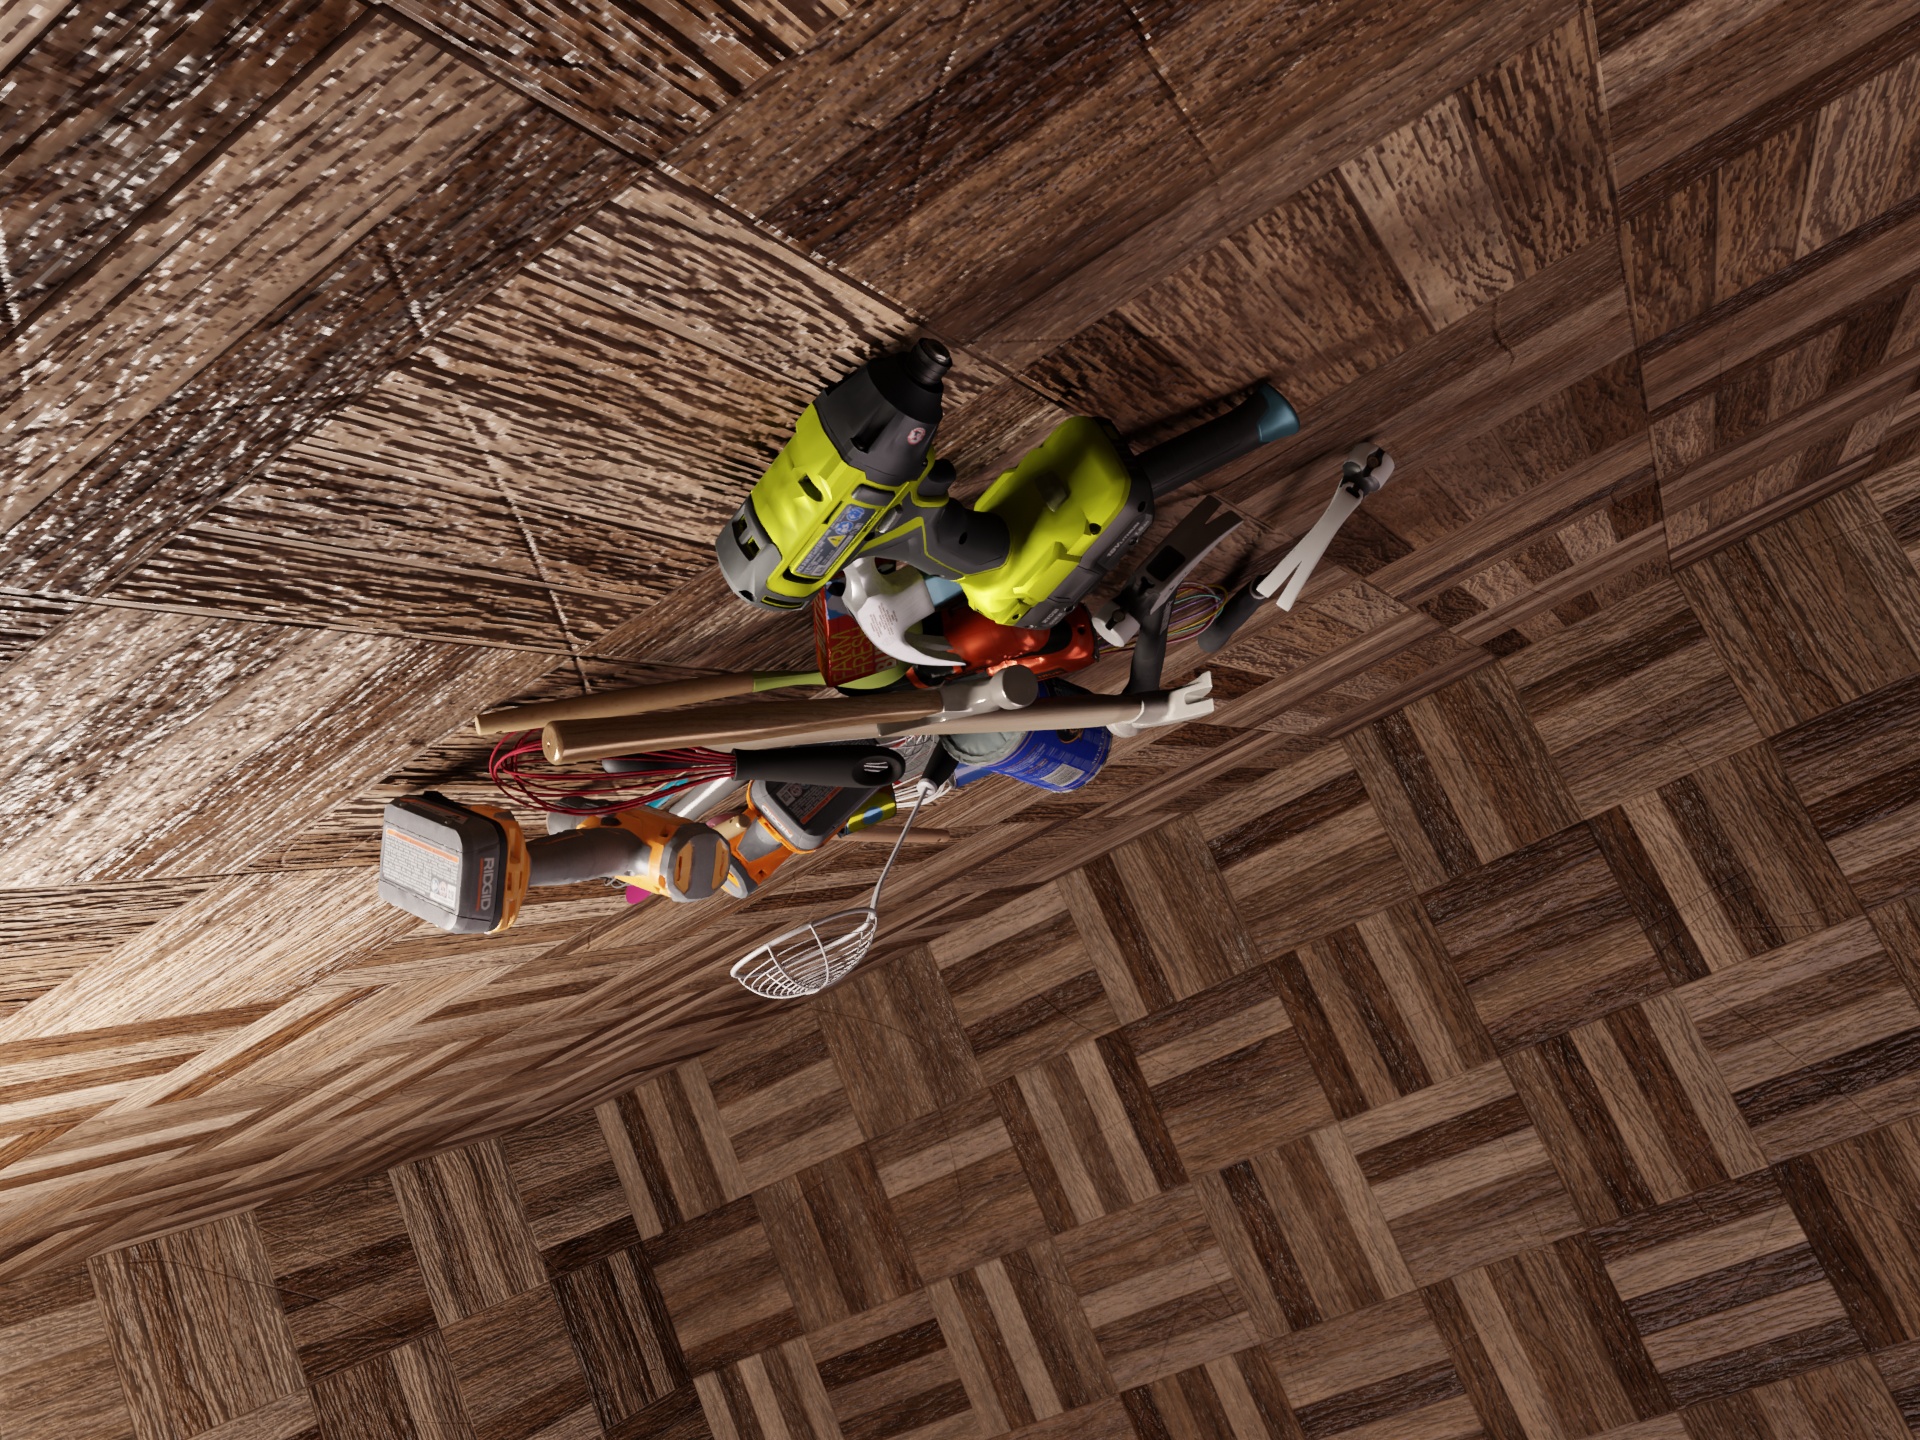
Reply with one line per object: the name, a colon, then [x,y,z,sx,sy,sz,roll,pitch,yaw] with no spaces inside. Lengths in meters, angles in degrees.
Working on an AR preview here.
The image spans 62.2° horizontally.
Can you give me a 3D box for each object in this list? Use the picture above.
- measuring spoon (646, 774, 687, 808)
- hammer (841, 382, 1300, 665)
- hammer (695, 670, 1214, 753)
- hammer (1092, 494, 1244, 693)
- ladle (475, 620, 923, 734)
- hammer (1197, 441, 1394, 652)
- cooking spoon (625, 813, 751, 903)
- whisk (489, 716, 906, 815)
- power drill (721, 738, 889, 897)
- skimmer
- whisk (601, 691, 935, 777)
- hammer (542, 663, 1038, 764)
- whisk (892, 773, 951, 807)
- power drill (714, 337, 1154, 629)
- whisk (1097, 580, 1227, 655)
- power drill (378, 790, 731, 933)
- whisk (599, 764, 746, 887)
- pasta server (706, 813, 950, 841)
measuring spoon: [-0.290,0.079,1.391,0.128,0.021,0.042,-36,161,13]
hammer: [0.077,-0.138,1.039,0.331,0.033,0.128,-27,134,-10]
hammer: [-0.002,-0.004,1.241,0.410,0.038,0.146,-3,173,-24]
hammer: [0.167,-0.075,1.354,0.146,0.035,0.334,-47,166,-10]
ladle: [-0.172,-0.035,1.095,0.320,0.062,0.078,-10,174,-24]
hammer: [0.277,-0.122,1.450,0.149,0.036,0.409,-53,177,-12]
cooking spoon: [-0.253,0.120,1.452,0.319,0.017,0.069,-26,-144,58]
whisk: [-0.180,0.032,1.126,0.295,0.073,0.073,1,159,-20]
power drill: [-0.140,0.069,1.433,0.164,0.084,0.226,-44,-179,-29]
skimmer: [-0.077,0.090,1.387,0.363,0.090,0.127,-63,-173,-34]
whisk: [-0.147,0.018,1.272,0.284,0.070,0.070,-5,160,-28]
hammer: [-0.117,-0.002,1.071,0.331,0.031,0.130,-7,176,-33]
whisk: [-0.116,0.091,1.688,0.246,0.059,0.057,-22,124,9]
power drill: [-0.003,-0.124,0.878,0.223,0.080,0.171,4,139,-46]
whisk: [0.134,-0.072,1.484,0.245,0.047,0.051,-22,156,12]
power drill: [-0.310,0.093,1.174,0.185,0.084,0.226,13,-171,41]
whisk: [-0.250,0.082,1.409,0.239,0.055,0.055,-37,162,30]
pasta server: [-0.136,0.121,1.643,0.316,0.040,0.060,5,140,-38]
